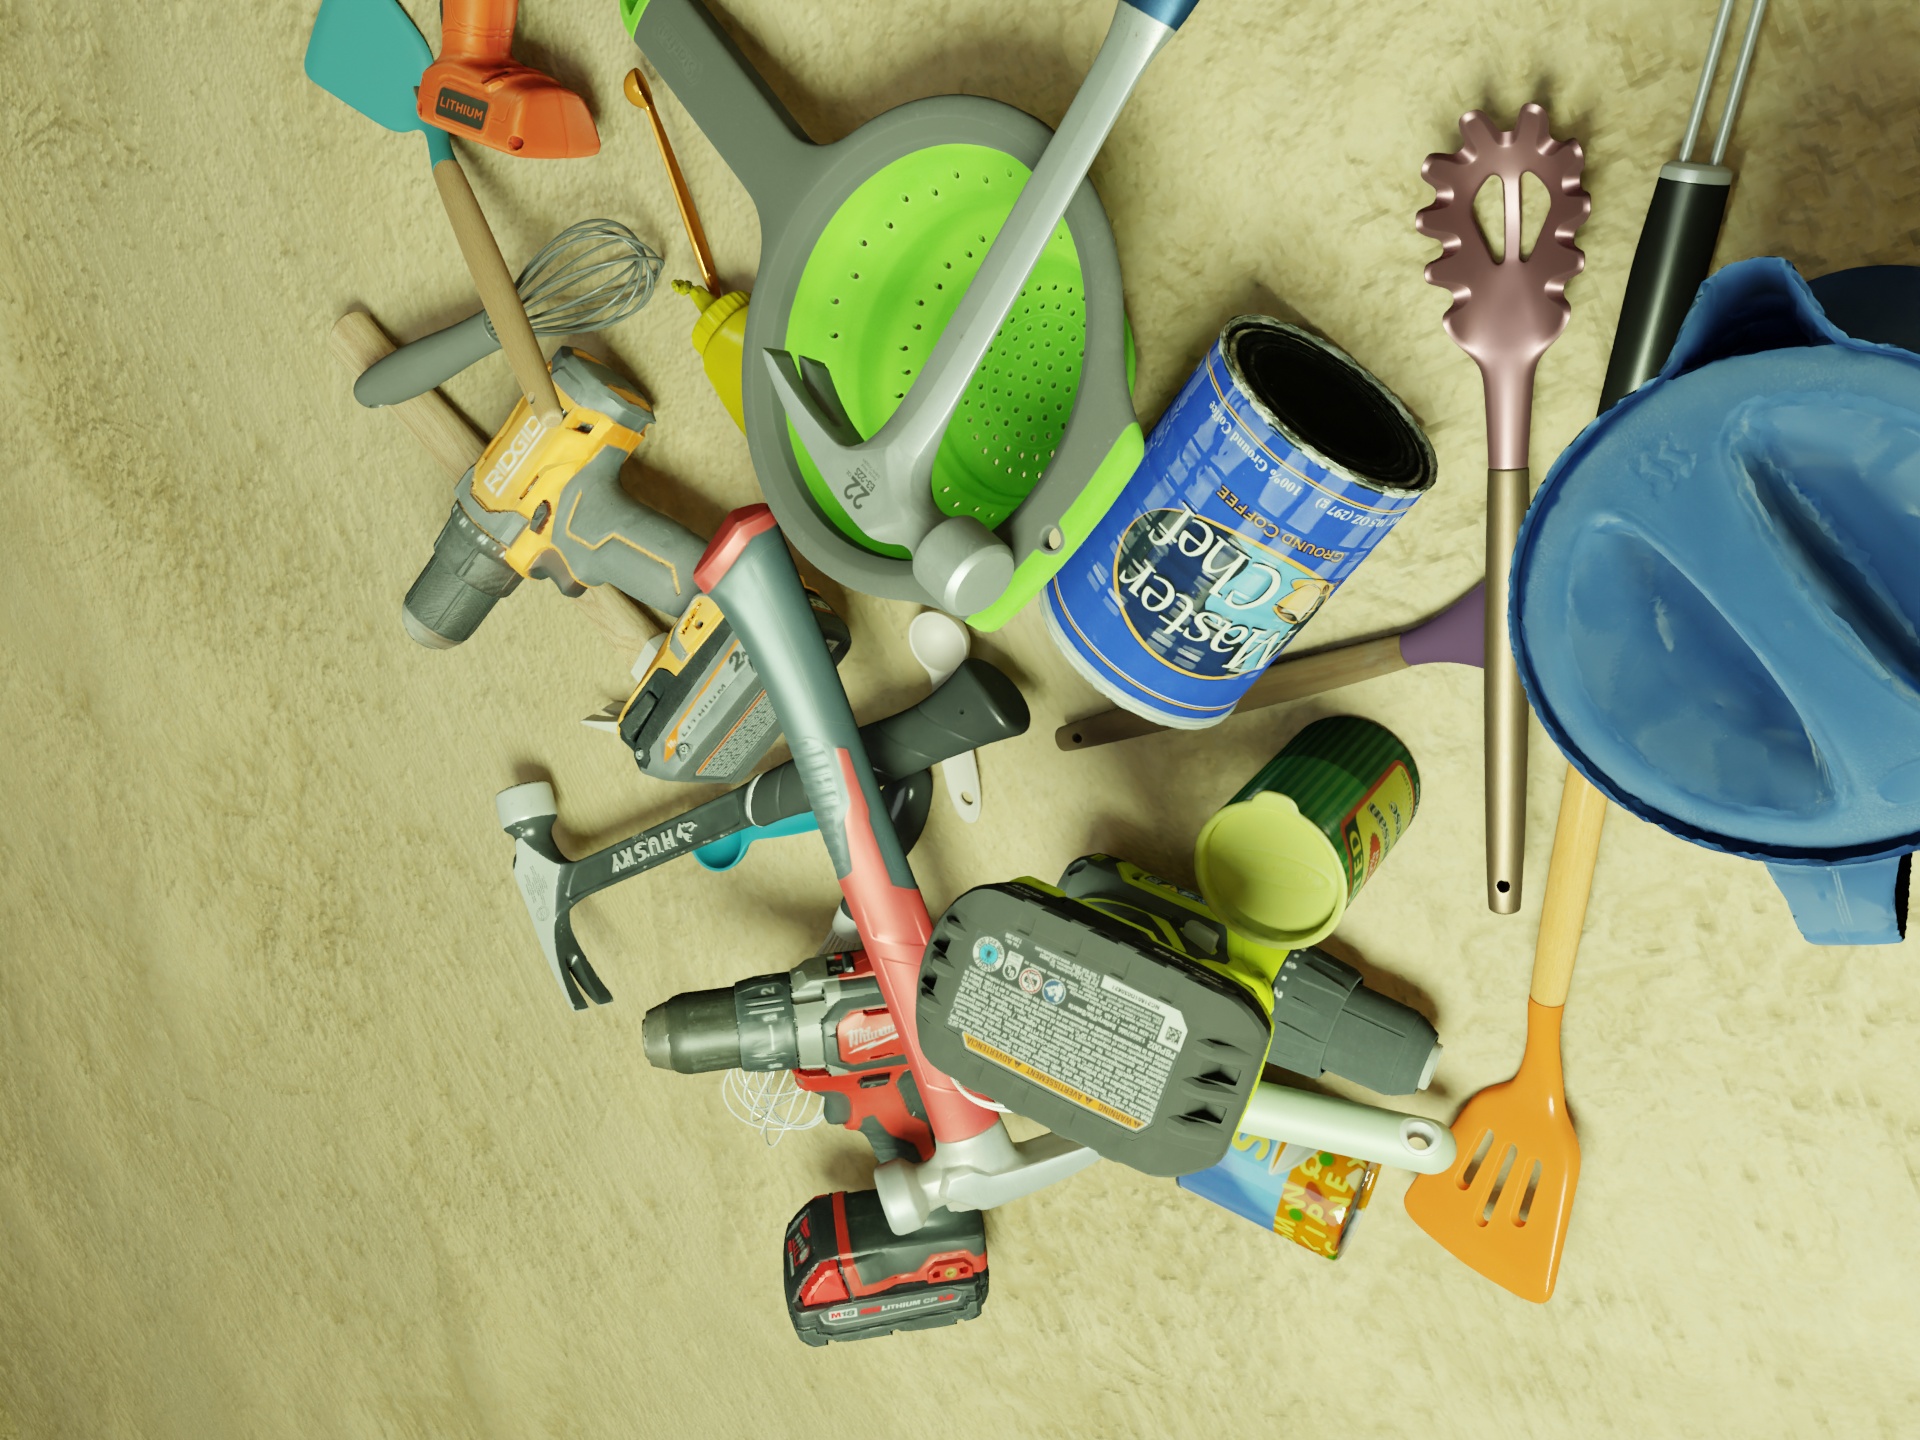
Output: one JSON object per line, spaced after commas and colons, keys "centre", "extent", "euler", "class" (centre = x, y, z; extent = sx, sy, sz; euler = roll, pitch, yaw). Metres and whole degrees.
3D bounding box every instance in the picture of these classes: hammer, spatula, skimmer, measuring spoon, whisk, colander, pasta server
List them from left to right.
{"centre": [-0.273, -0.272, 0.835], "extent": [0.082, 0.044, 0.318], "euler": [-47, 59, 35], "class": "spatula"}
{"centre": [-0.255, -0.213, 0.867], "extent": [0.239, 0.055, 0.055], "euler": [-14, 102, 32], "class": "whisk"}
{"centre": [-0.260, -0.119, 0.939], "extent": [0.331, 0.031, 0.130], "euler": [45, 128, 10], "class": "hammer"}
{"centre": [-0.144, -0.264, 0.793], "extent": [0.011, 0.021, 0.116], "euler": [-14, 113, 11], "class": "measuring spoon"}
{"centre": [-0.123, 0.055, 0.890], "extent": [0.409, 0.036, 0.149], "euler": [-23, 80, 38], "class": "hammer"}
{"centre": [-0.103, 0.058, 0.924], "extent": [0.128, 0.021, 0.042], "euler": [-15, 87, 29], "class": "measuring spoon"}
{"centre": [-0.070, 0.139, 0.912], "extent": [0.070, 0.070, 0.284], "euler": [34, 121, 17], "class": "whisk"}
{"centre": [-0.035, -0.214, 0.717], "extent": [0.204, 0.094, 0.397], "euler": [-49, 62, 29], "class": "colander"}
{"centre": [-0.027, 0.073, 0.783], "extent": [0.143, 0.038, 0.386], "euler": [-20, 110, -4], "class": "hammer"}
{"centre": [-0.001, -0.003, 0.828], "extent": [0.034, 0.018, 0.124], "euler": [8, 121, 31], "class": "measuring spoon"}
{"centre": [0.055, -0.240, 0.558], "extent": [0.144, 0.035, 0.405], "euler": [46, 118, 29], "class": "hammer"}
{"centre": [0.107, 0.176, 0.750], "extent": [0.246, 0.058, 0.059], "euler": [9, 147, 15], "class": "whisk"}
{"centre": [0.172, -0.023, 0.695], "extent": [0.316, 0.018, 0.059], "euler": [-15, 100, 37], "class": "spatula"}
{"centre": [0.212, -0.070, 0.619], "extent": [0.060, 0.040, 0.316], "euler": [3, 107, 26], "class": "pasta server"}
{"centre": [0.249, 0.101, 0.676], "extent": [0.081, 0.041, 0.322], "euler": [30, 129, 46], "class": "spatula"}
{"centre": [0.248, -0.232, 0.500], "extent": [0.127, 0.090, 0.363], "euler": [15, 120, 18], "class": "skimmer"}

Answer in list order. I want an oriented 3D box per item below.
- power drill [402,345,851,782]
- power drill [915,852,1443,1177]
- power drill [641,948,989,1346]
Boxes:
{"centre": [-0.189, -0.062, 0.842], "extent": [0.226, 0.084, 0.185], "euler": [45, 103, 18], "class": "power drill"}
{"centre": [0.099, 0.121, 0.681], "extent": [0.191, 0.228, 0.080], "euler": [22, 98, 24], "class": "power drill"}
{"centre": [-0.072, 0.232, 0.886], "extent": [0.188, 0.080, 0.226], "euler": [-6, 113, -8], "class": "power drill"}
